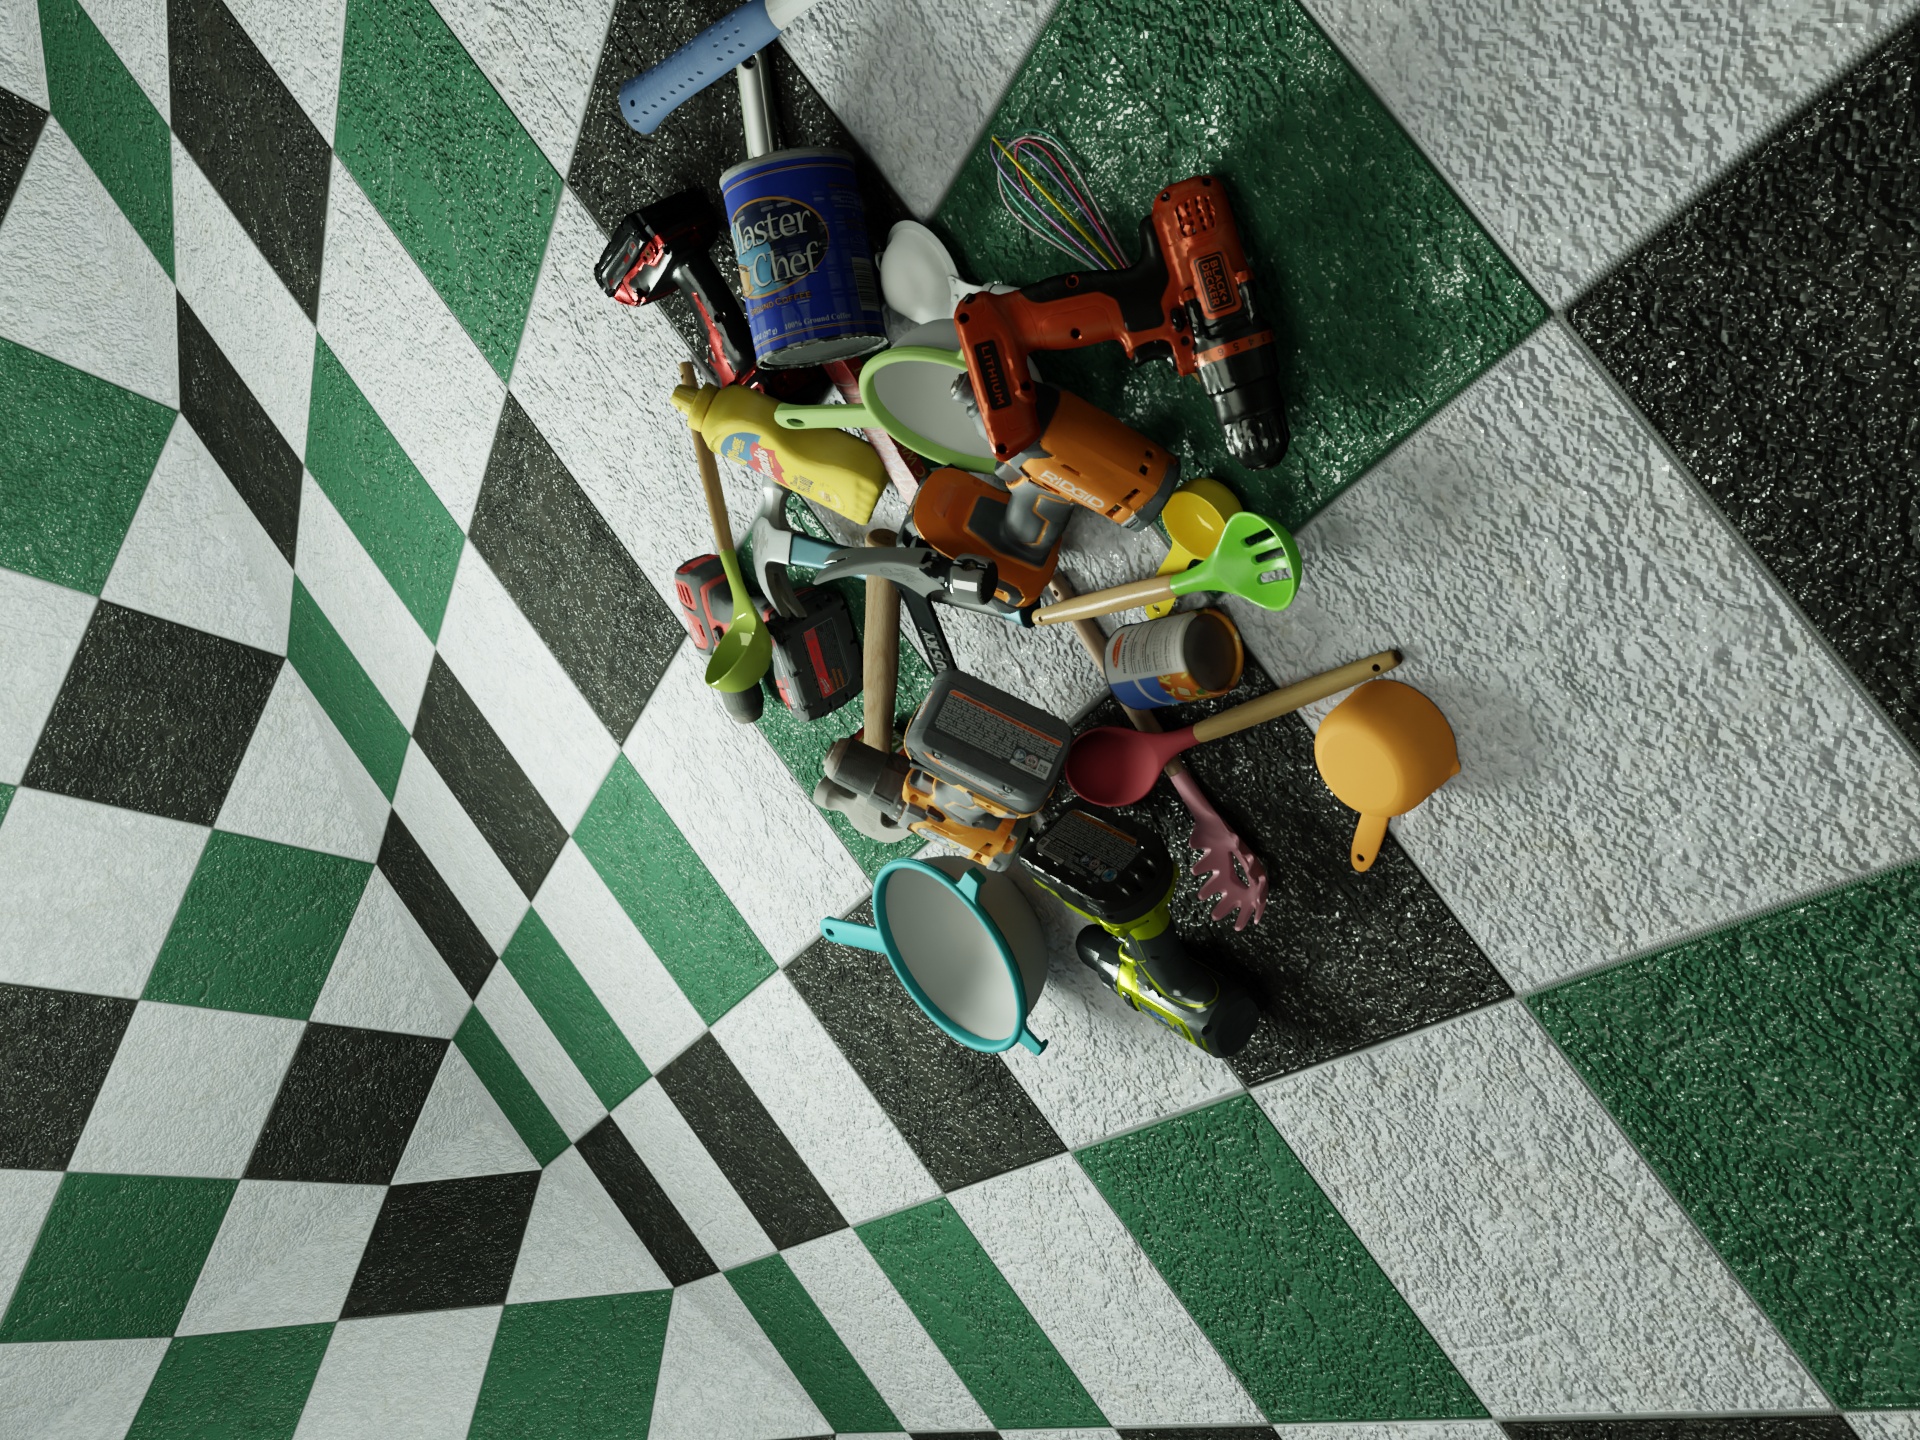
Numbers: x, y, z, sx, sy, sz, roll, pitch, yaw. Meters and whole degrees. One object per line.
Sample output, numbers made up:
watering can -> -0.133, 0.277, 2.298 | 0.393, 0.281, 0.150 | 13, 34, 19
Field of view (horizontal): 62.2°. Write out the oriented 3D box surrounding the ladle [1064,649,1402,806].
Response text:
ladle -> 0.193, 0.001, 1.168 | 0.315, 0.031, 0.069 | -25, 104, 48

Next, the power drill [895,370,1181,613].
power drill -> 0.036, -0.168, 1.146 | 0.164, 0.084, 0.226 | 27, 156, -14

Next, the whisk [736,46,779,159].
whisk -> -0.153, -0.416, 1.272 | 0.058, 0.059, 0.246 | 0, 121, 8

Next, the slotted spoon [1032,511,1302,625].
slotted spoon -> 0.140, -0.096, 1.140 | 0.314, 0.031, 0.070 | -9, 106, 60

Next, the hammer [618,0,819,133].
hammer -> -0.126, -0.513, 1.127 | 0.405, 0.035, 0.144 | -6, 113, 48

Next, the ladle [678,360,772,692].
ladle -> -0.233, -0.182, 1.481 | 0.078, 0.062, 0.320 | -20, 81, 49

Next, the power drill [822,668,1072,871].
power drill -> -0.016, 0.038, 1.296 | 0.185, 0.084, 0.226 | 26, 156, -1

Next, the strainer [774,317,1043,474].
strainer -> -0.036, -0.254, 1.206 | 0.256, 0.069, 0.151 | 6, 157, 37

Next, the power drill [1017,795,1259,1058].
power drill -> 0.138, 0.172, 1.334 | 0.191, 0.080, 0.228 | 26, 154, 48

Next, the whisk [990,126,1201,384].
whisk -> 0.105, -0.299, 1.050 | 0.245, 0.051, 0.047 | 49, 168, 4

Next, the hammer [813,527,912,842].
hammer -> -0.069, -0.022, 1.399 | 0.130, 0.031, 0.331 | 27, 135, 24

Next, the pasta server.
pasta server -> 0.153, 0.021, 1.259 | 0.060, 0.040, 0.316 | -32, 90, 50

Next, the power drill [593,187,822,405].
power drill -> -0.220, -0.339, 1.400 | 0.219, 0.078, 0.143 | 55, 147, -4

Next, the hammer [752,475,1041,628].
hammer -> -0.064, -0.133, 1.385 | 0.331, 0.033, 0.128 | 17, 104, 39

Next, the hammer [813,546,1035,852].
hammer -> -0.002, -0.004, 1.327 | 0.149, 0.036, 0.408 | 11, 148, 23

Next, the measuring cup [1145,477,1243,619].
measuring cup -> 0.163, -0.119, 1.143 | 0.062, 0.029, 0.156 | 41, 155, 12

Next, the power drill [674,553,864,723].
power drill -> -0.195, -0.064, 1.603 | 0.227, 0.080, 0.187 | 19, 132, 47

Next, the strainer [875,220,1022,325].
strainer -> 0.015, -0.309, 1.153 | 0.259, 0.050, 0.086 | 22, 138, 37

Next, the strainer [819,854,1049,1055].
strainer -> -0.021, 0.209, 1.595 | 0.340, 0.095, 0.211 | 0, 115, 55

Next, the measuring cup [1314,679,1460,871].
measuring cup -> 0.282, 0.054, 1.105 | 0.095, 0.052, 0.173 | 34, 139, 31
